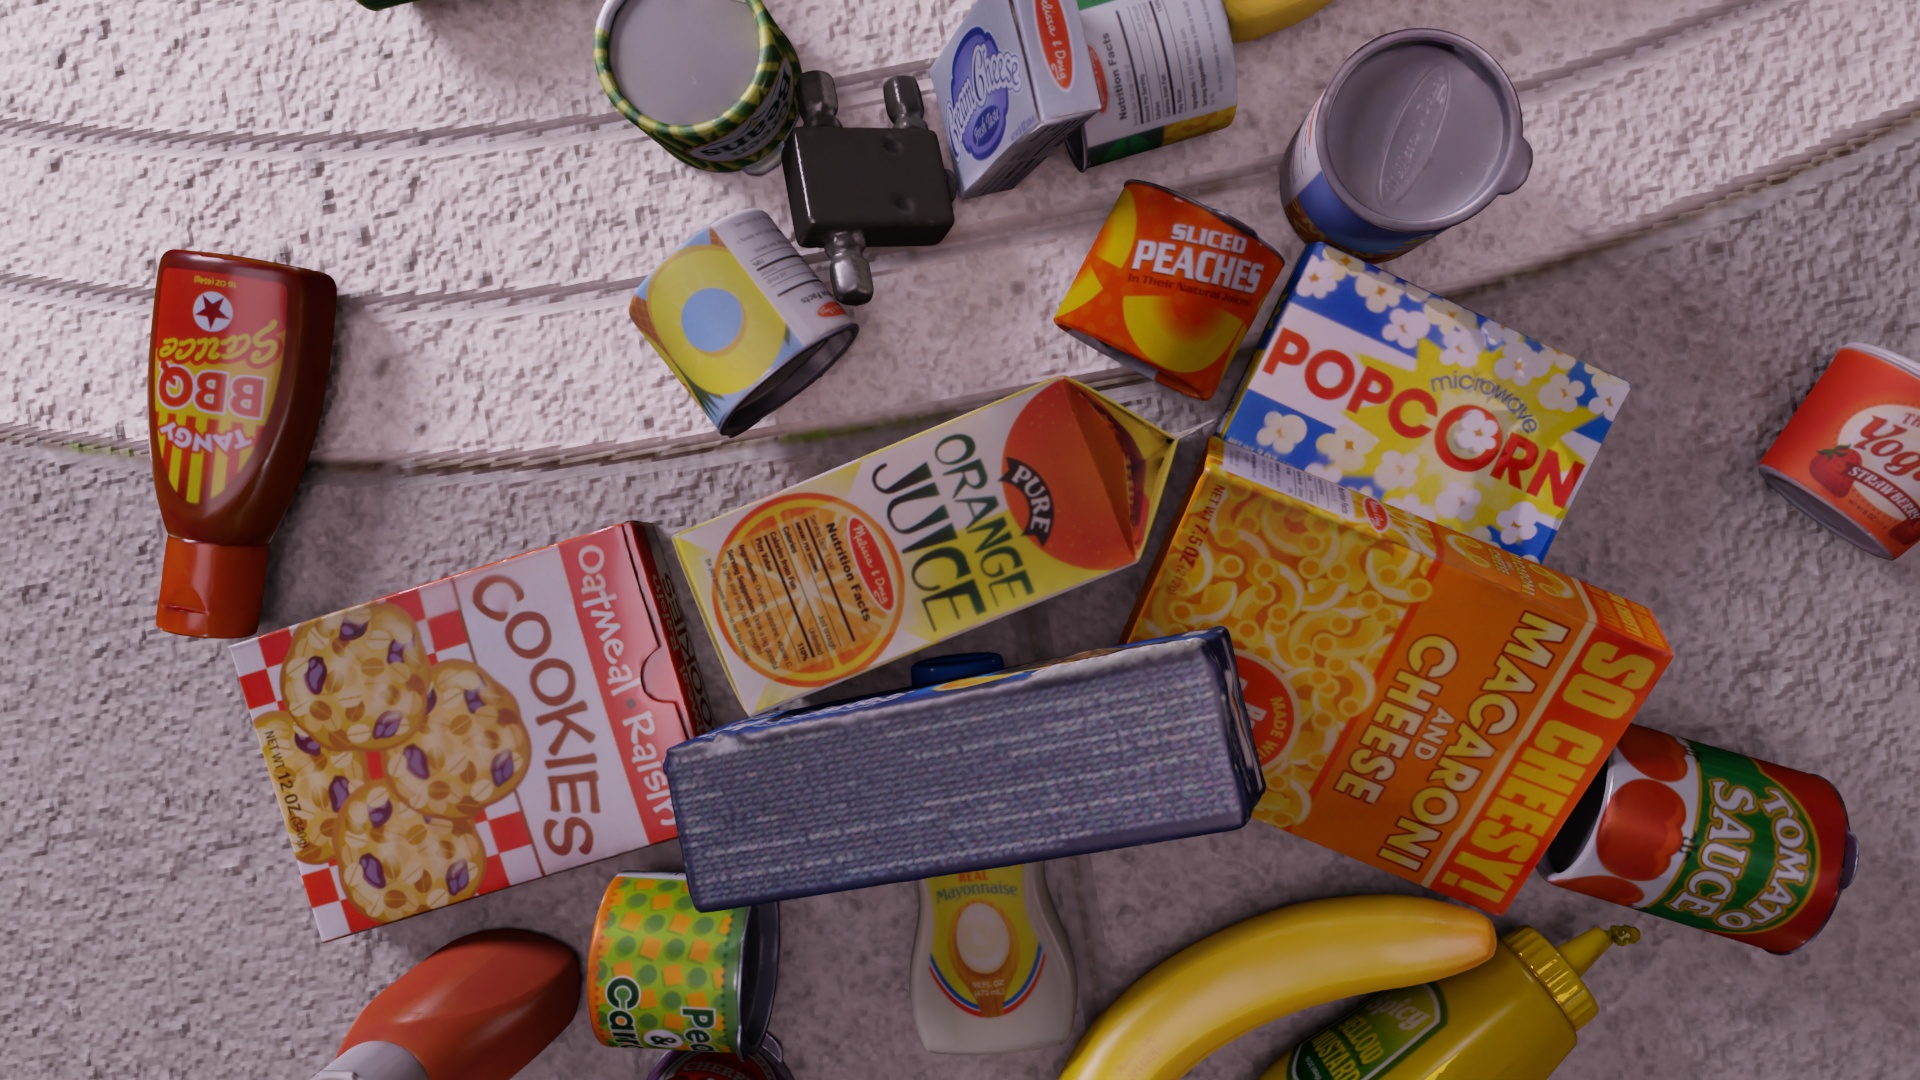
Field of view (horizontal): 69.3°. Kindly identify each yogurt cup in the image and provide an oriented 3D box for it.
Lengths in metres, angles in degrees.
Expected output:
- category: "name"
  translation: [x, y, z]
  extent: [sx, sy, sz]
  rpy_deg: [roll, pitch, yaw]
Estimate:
- category: "yogurt cup"
  translation: [0.327, -0.030, 0.495]
  extent: [0.072, 0.072, 0.054]
  rpy_deg: [38, 103, 2]

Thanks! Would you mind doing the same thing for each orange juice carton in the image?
- category: "orange juice carton"
  translation: [0.002, -0.006, 0.515]
  extent: [0.193, 0.072, 0.073]
  rpy_deg: [-22, 90, 5]

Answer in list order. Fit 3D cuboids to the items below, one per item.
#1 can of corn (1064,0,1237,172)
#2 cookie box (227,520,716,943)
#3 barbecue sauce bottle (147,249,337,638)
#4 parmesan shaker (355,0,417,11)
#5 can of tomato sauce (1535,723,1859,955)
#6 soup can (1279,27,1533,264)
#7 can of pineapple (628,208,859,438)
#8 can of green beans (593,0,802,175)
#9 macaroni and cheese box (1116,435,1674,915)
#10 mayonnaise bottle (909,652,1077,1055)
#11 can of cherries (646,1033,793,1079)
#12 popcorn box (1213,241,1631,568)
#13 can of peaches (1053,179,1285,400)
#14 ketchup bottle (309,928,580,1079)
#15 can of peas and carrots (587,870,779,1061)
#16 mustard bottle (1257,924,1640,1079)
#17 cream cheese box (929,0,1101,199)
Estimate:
- category: "can of corn"
  translation: [0.063, -0.176, 0.508]
  extent: [0.058, 0.071, 0.071]
  rpy_deg: [-16, 91, 1]
- category: "cookie box"
  translation: [-0.186, 0.074, 0.548]
  extent: [0.167, 0.040, 0.123]
  rpy_deg: [-17, 91, 5]
- category: "barbecue sauce bottle"
  translation: [-0.289, -0.037, 0.550]
  extent: [0.065, 0.044, 0.148]
  rpy_deg: [9, 93, 3]
- category: "parmesan shaker"
  translation: [-0.184, -0.247, 0.523]
  extent: [0.103, 0.071, 0.071]
  rpy_deg: [-11, 92, 5]
- category: "can of tomato sauce"
  translation: [0.261, 0.105, 0.501]
  extent: [0.083, 0.071, 0.071]
  rpy_deg: [16, 94, 4]
- category: "soup can"
  translation: [0.155, -0.135, 0.493]
  extent: [0.071, 0.084, 0.071]
  rpy_deg: [0, 93, 4]
- category: "can of pineapple"
  translation: [-0.083, -0.081, 0.522]
  extent: [0.071, 0.071, 0.058]
  rpy_deg: [-38, 89, 5]
- category: "can of green beans"
  translation: [-0.097, -0.178, 0.523]
  extent: [0.071, 0.058, 0.071]
  rpy_deg: [0, 93, 4]
- category: "macaroni and cheese box"
  translation: [0.144, 0.050, 0.504]
  extent: [0.166, 0.040, 0.123]
  rpy_deg: [22, 116, 3]
- category: "mayonnaise bottle"
  translation: [0.007, 0.119, 0.535]
  extent: [0.065, 0.041, 0.148]
  rpy_deg: [-7, 91, 8]
- category: "can of cherries"
  translation: [-0.099, 0.232, 0.539]
  extent: [0.071, 0.058, 0.071]
  rpy_deg: [0, 93, 5]
- category: "popcorn box"
  translation: [0.168, -0.046, 0.518]
  extent: [0.127, 0.038, 0.085]
  rpy_deg: [25, 94, 3]
- category: "can of peaches"
  translation: [0.076, -0.090, 0.507]
  extent: [0.071, 0.071, 0.058]
  rpy_deg: [29, 96, 3]
- category: "ketchup bottle"
  translation: [-0.191, 0.183, 0.499]
  extent: [0.065, 0.149, 0.043]
  rpy_deg: [1, 92, 4]
- category: "can of peas and carrots"
  translation: [-0.104, 0.163, 0.531]
  extent: [0.059, 0.071, 0.071]
  rpy_deg: [1, 93, 5]
- category: "mustard bottle"
  translation: [0.183, 0.186, 0.516]
  extent: [0.160, 0.065, 0.048]
  rpy_deg: [-36, 99, 0]
- category: "cream cheese box"
  translation: [0.017, -0.160, 0.492]
  extent: [0.024, 0.103, 0.053]
  rpy_deg: [-14, 93, -14]
